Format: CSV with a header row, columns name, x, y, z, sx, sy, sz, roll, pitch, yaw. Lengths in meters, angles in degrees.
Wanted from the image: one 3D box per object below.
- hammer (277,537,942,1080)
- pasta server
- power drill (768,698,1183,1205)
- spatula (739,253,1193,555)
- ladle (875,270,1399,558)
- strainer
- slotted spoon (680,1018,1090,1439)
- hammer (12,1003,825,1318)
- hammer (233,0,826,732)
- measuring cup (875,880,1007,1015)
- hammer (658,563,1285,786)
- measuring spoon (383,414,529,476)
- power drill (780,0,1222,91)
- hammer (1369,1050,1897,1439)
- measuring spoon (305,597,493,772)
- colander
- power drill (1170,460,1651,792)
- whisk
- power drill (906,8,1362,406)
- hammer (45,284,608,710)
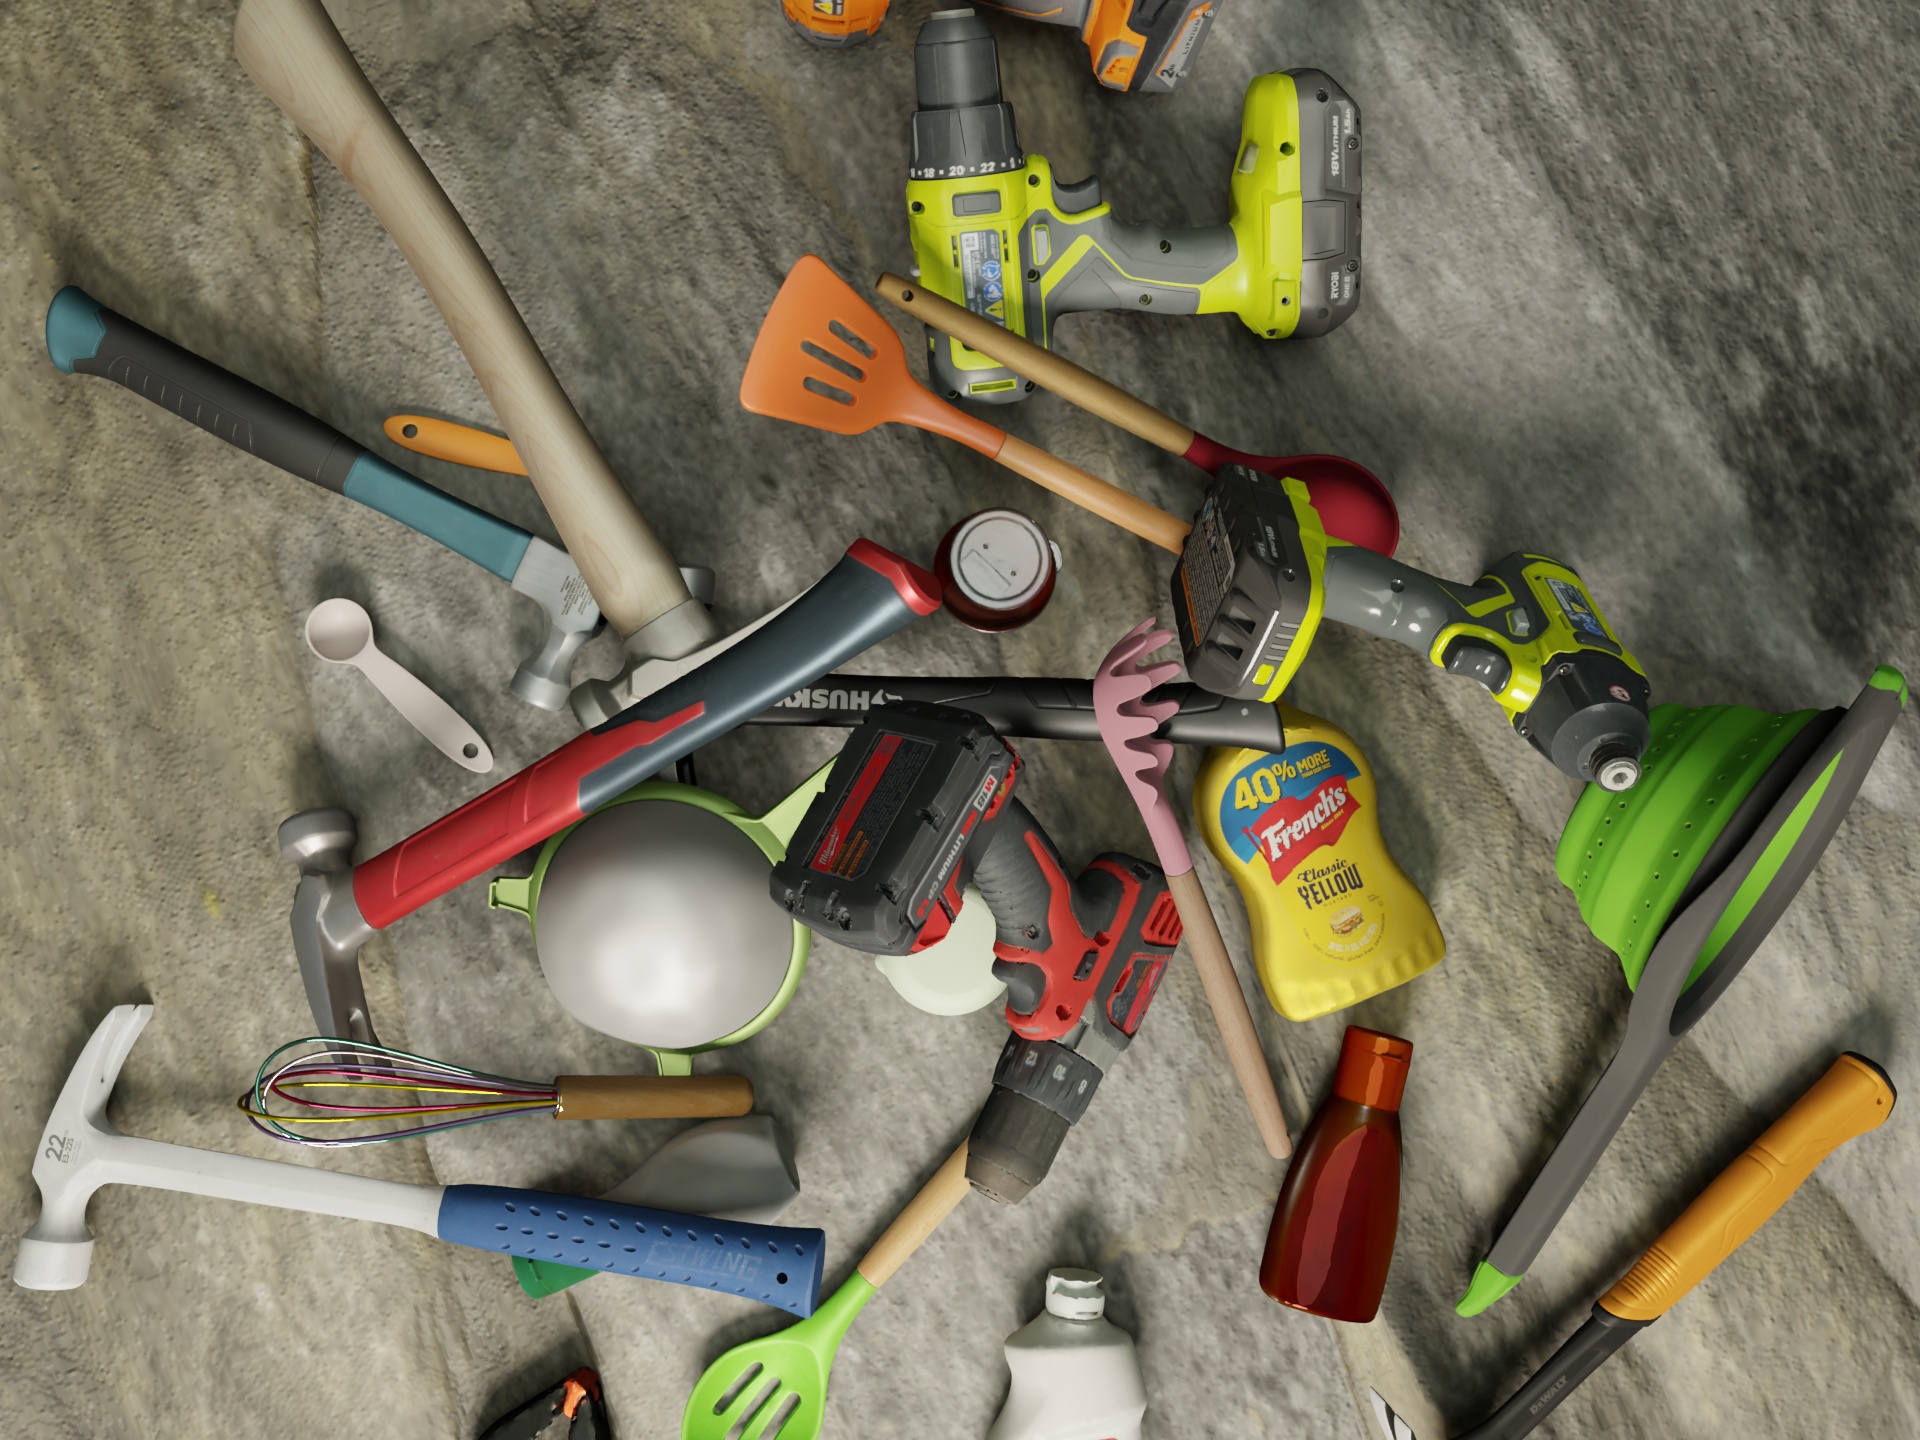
name,x,y,z,sx,sy,sz,roll,pitch,yaw
hammer,-0.170,0.037,0.751,0.386,0.038,0.143,-28,70,20
pasta server,0.126,0.096,0.802,0.040,0.060,0.316,-12,113,25
power drill,0.012,0.116,0.767,0.226,0.080,0.188,44,68,-40
spatula,0.043,-0.131,0.822,0.322,0.041,0.081,24,94,-16
ladle,0.096,-0.154,0.828,0.315,0.031,0.069,24,101,-19
strainer,-0.116,0.079,0.788,0.256,0.069,0.151,-39,97,16
slotted spoon,-0.030,0.277,0.844,0.070,0.031,0.314,42,84,-1
hammer,-0.269,0.239,0.799,0.405,0.035,0.144,7,82,5
hammer,-0.225,-0.195,0.797,0.146,0.038,0.410,-31,92,3
measuring cup,-0.018,0.076,0.846,0.083,0.038,0.167,-15,88,-3
hammer,-0.001,-0.003,0.825,0.335,0.035,0.146,2,88,8
measuring spoon,-0.254,-0.145,0.858,0.117,0.011,0.021,14,87,-3
power drill,0.019,-0.399,0.808,0.226,0.164,0.084,6,83,-4
hammer,0.366,0.292,0.843,0.337,0.034,0.127,-40,115,-7
measuring spoon,-0.297,-0.017,0.852,0.124,0.018,0.034,44,86,-7
colander,0.338,0.129,0.833,0.095,0.204,0.397,35,104,32
power drill,0.226,-0.043,0.790,0.223,0.171,0.080,14,124,-9
whisk,-0.221,0.183,0.782,0.244,0.047,0.051,5,65,-24
power drill,0.084,-0.272,0.823,0.228,0.080,0.190,-7,113,-4
hammer,-0.331,-0.136,0.840,0.331,0.033,0.128,27,94,0
